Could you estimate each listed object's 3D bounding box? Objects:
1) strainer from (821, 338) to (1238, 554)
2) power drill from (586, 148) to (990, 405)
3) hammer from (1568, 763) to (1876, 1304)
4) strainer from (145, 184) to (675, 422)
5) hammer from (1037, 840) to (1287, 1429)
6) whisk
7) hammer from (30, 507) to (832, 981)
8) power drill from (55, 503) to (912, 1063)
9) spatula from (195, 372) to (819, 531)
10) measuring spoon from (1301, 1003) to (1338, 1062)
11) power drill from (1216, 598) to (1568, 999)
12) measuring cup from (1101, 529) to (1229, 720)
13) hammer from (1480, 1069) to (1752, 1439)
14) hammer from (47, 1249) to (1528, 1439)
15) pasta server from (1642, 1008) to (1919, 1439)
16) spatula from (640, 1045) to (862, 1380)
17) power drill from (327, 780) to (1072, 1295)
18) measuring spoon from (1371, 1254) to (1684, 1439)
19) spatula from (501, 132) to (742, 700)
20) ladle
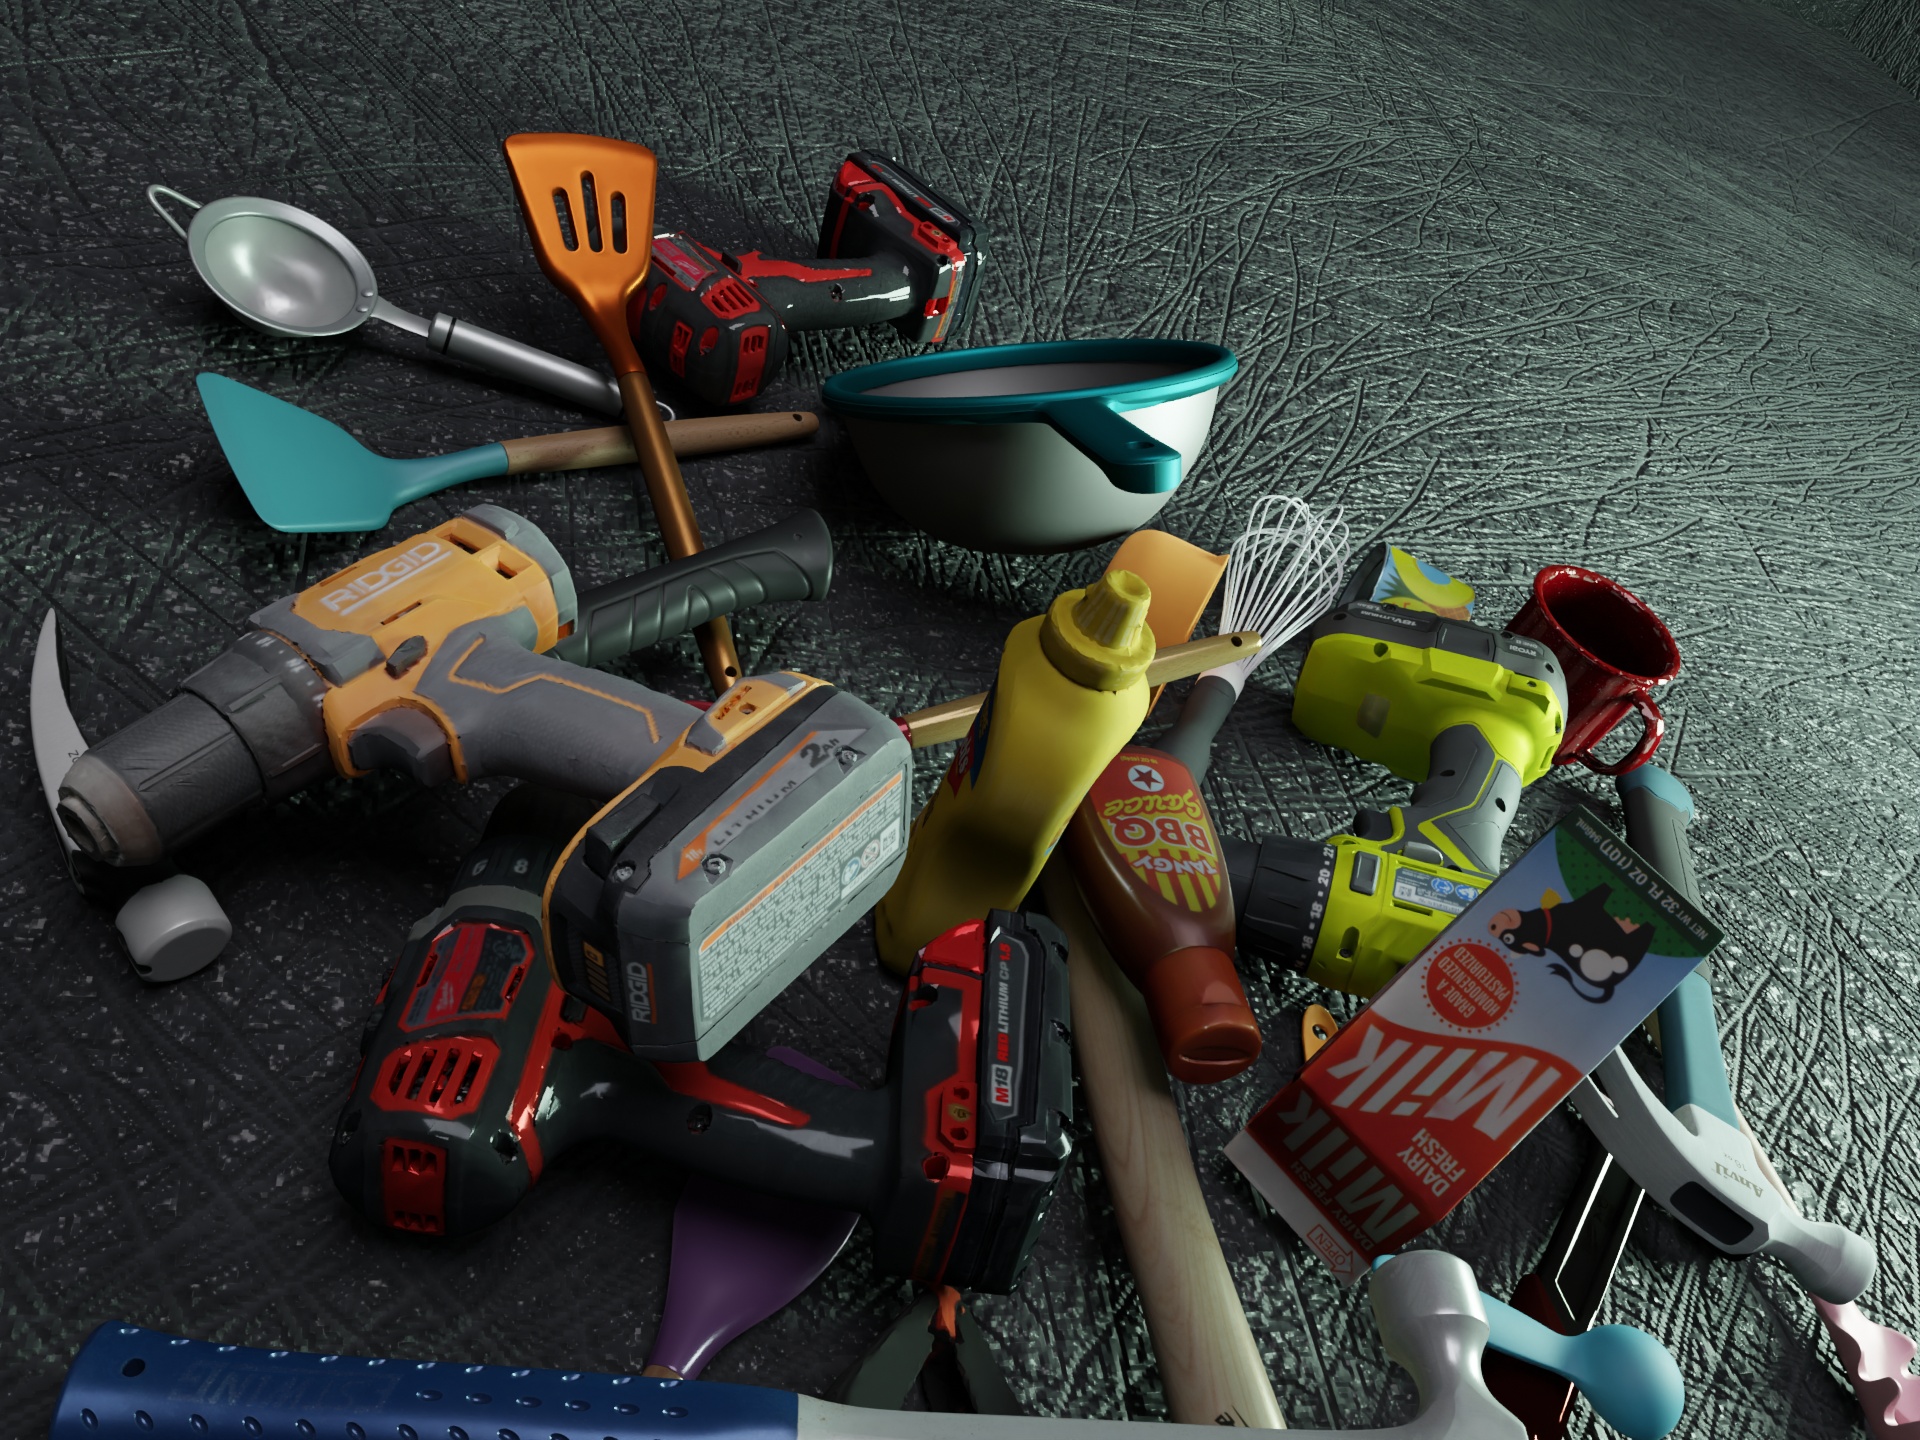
[{"bbox_3d":[0.048,-0.116,0.763,0.211,0.095,0.341,-7,21,-7],"label":"strainer"},{"bbox_3d":[-0.101,-0.256,0.905,0.219,0.078,0.143,-27,59,-39],"label":"power drill"},{"bbox_3d":[0.348,0.119,0.769,0.128,0.033,0.331,30,34,0],"label":"hammer"},{"bbox_3d":[-0.264,-0.191,0.782,0.258,0.050,0.087,18,48,-20],"label":"strainer"},{"bbox_3d":[0.065,0.178,0.561,0.146,0.038,0.411,7,39,-17],"label":"hammer"},{"bbox_3d":[0.146,-0.038,0.840,0.070,0.070,0.285,32,46,5],"label":"whisk"},{"bbox_3d":[-0.189,-0.027,0.637,0.335,0.035,0.146,-26,63,-35],"label":"hammer"},{"bbox_3d":[-0.153,0.020,0.513,0.226,0.084,0.185,27,45,25],"label":"power drill"},{"bbox_3d":[-0.192,-0.133,0.759,0.317,0.044,0.082,-16,68,-40],"label":"spatula"},{"bbox_3d":[0.156,0.168,0.672,0.021,0.011,0.117,16,39,-10],"label":"measuring spoon"},{"bbox_3d":[0.202,0.041,0.761,0.190,0.080,0.229,15,41,10],"label":"power drill"},{"bbox_3d":[0.101,-0.065,0.833,0.052,0.095,0.174,26,23,5],"label":"measuring cup"},{"bbox_3d":[0.203,0.247,0.597,0.149,0.036,0.359,40,42,13],"label":"hammer"},{"bbox_3d":[-0.035,0.206,0.440,0.405,0.035,0.144,5,38,-5],"label":"hammer"},{"bbox_3d":[0.370,0.204,0.727,0.060,0.040,0.317,13,42,-32],"label":"pasta server"},{"bbox_3d":[-0.098,0.221,0.475,0.060,0.018,0.316,30,41,1],"label":"spatula"},{"bbox_3d":[-0.080,0.099,0.552,0.226,0.080,0.188,10,37,-5],"label":"power drill"},{"bbox_3d":[0.211,0.222,0.581,0.128,0.021,0.042,26,41,-5],"label":"measuring spoon"},{"bbox_3d":[-0.149,-0.149,0.760,0.081,0.041,0.323,-6,63,-31],"label":"spatula"},{"bbox_3d":[-0.001,-0.002,0.696,0.315,0.031,0.069,-14,73,-22],"label":"ladle"}]
